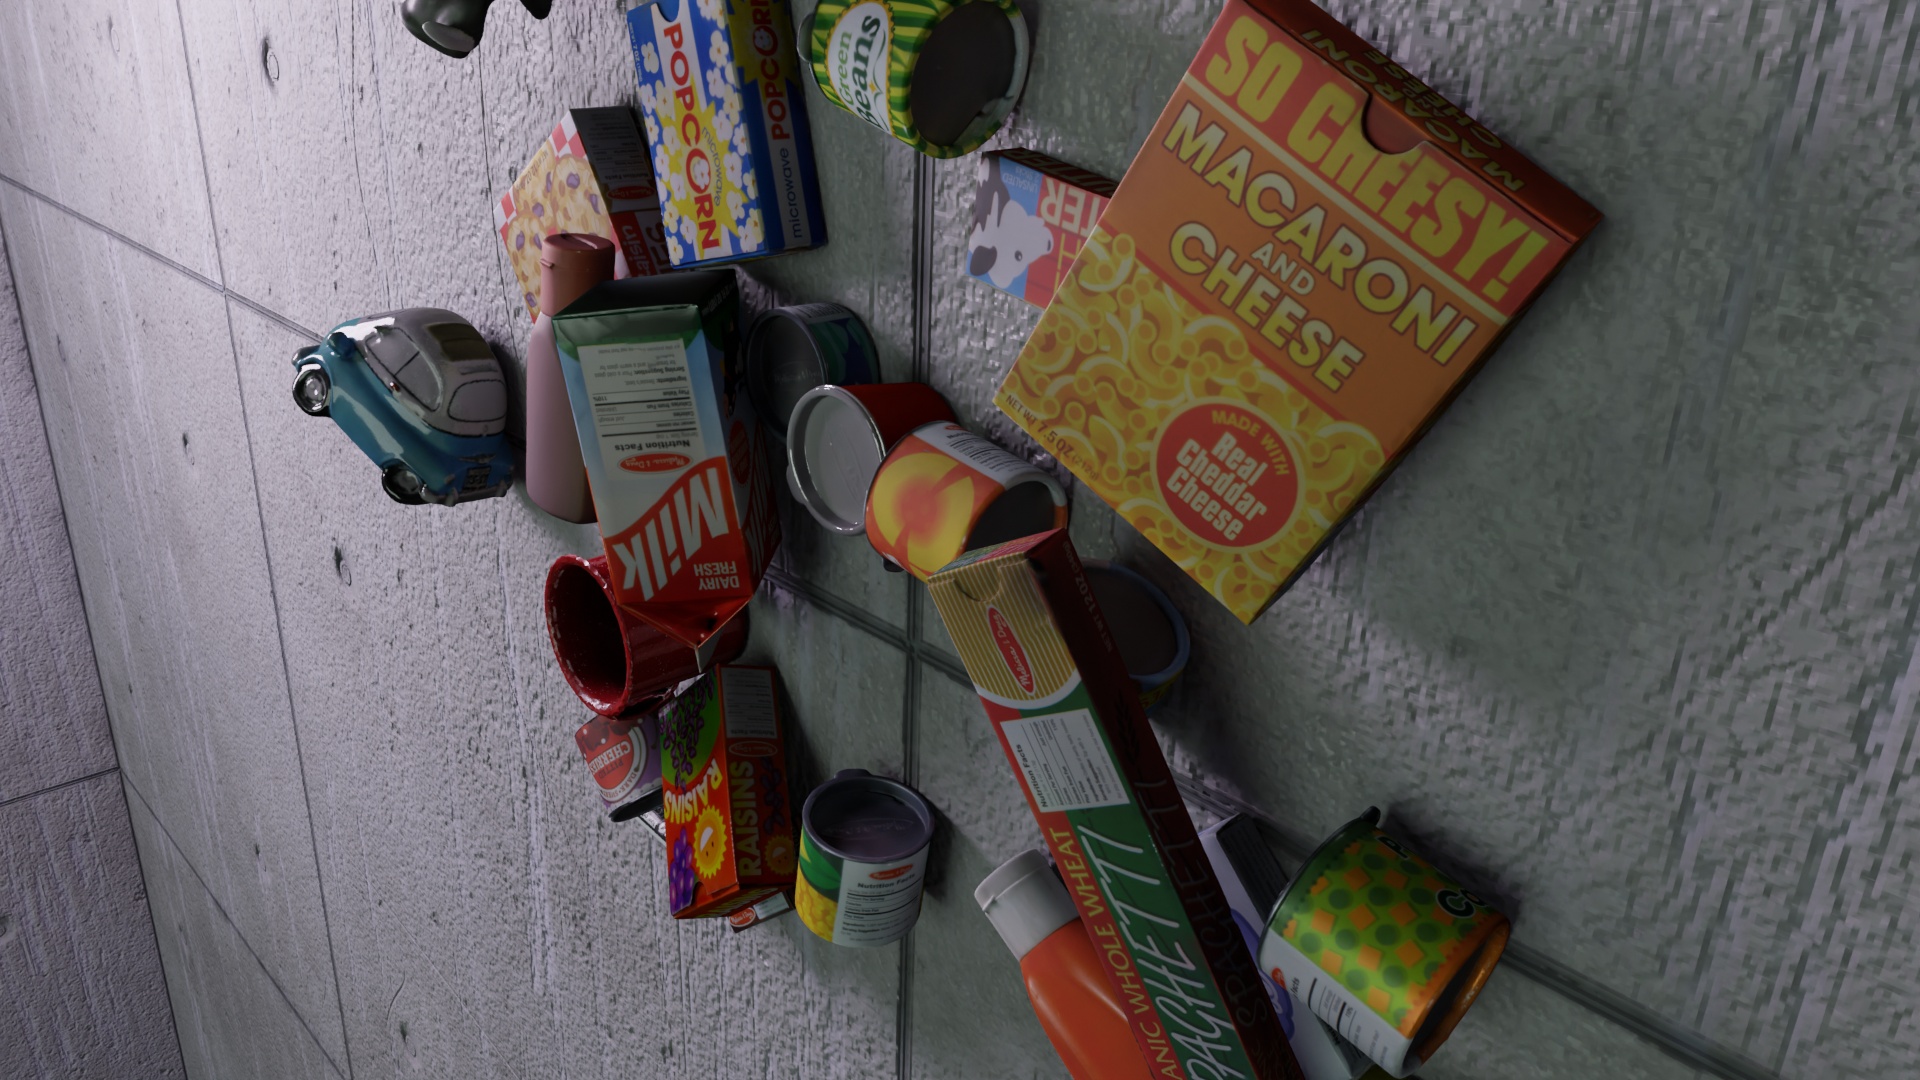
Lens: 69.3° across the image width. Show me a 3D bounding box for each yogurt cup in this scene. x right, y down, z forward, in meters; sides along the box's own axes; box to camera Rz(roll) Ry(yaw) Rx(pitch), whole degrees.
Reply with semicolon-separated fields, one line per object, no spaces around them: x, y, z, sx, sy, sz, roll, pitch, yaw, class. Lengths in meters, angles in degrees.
-0.037;-0.040;0.624;0.072;0.054;0.072;19;117;43;yogurt cup

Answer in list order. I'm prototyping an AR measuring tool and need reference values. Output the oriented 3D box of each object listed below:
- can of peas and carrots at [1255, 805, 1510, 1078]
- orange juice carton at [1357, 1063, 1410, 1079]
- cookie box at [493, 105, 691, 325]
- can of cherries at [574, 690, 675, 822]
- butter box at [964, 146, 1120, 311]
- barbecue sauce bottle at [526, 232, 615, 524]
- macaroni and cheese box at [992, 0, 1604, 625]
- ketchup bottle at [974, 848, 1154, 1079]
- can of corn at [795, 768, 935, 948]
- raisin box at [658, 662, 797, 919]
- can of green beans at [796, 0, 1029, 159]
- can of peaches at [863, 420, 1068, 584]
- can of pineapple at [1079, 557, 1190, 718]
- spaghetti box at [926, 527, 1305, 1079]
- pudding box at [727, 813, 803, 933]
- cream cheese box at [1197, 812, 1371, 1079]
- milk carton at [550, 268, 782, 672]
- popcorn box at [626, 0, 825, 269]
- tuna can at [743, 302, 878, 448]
0.147;0.137;0.477;0.059;0.071;0.070;35;127;35;can of peas and carrots
0.163;0.303;0.510;0.072;0.073;0.192;14;114;45;orange juice carton
-0.199;-0.138;0.781;0.122;0.040;0.167;-25;85;49;cookie box
-0.196;0.131;0.849;0.071;0.072;0.058;-43;71;47;can of cherries
0.047;-0.111;0.529;0.104;0.024;0.052;32;126;38;butter box
-0.205;-0.087;0.739;0.065;0.044;0.147;29;122;37;barbecue sauce bottle
0.098;-0.071;0.450;0.124;0.040;0.165;42;129;14;macaroni and cheese box
0.062;0.207;0.610;0.149;0.044;0.064;52;135;22;ketchup bottle
-0.050;0.160;0.702;0.071;0.071;0.058;32;126;37;can of corn
-0.132;0.141;0.774;0.085;0.040;0.124;-35;56;46;raisin box
-0.016;-0.189;0.539;0.058;0.071;0.071;38;129;33;can of green beans
0.002;-0.007;0.583;0.058;0.071;0.071;30;124;37;can of peaches
0.051;0.050;0.550;0.071;0.071;0.057;48;134;25;can of pineapple
0.061;0.115;0.511;0.050;0.029;0.249;-15;104;40;spaghetti box
-0.114;0.195;0.812;0.083;0.030;0.050;-35;78;48;pudding box
0.116;0.164;0.550;0.053;0.024;0.104;-42;72;45;cream cheese box
-0.139;-0.033;0.697;0.073;0.072;0.189;-4;113;7;milk carton
-0.113;-0.197;0.666;0.085;0.038;0.126;4;107;48;popcorn box
-0.071;-0.078;0.665;0.071;0.033;0.070;19;117;43;tuna can
